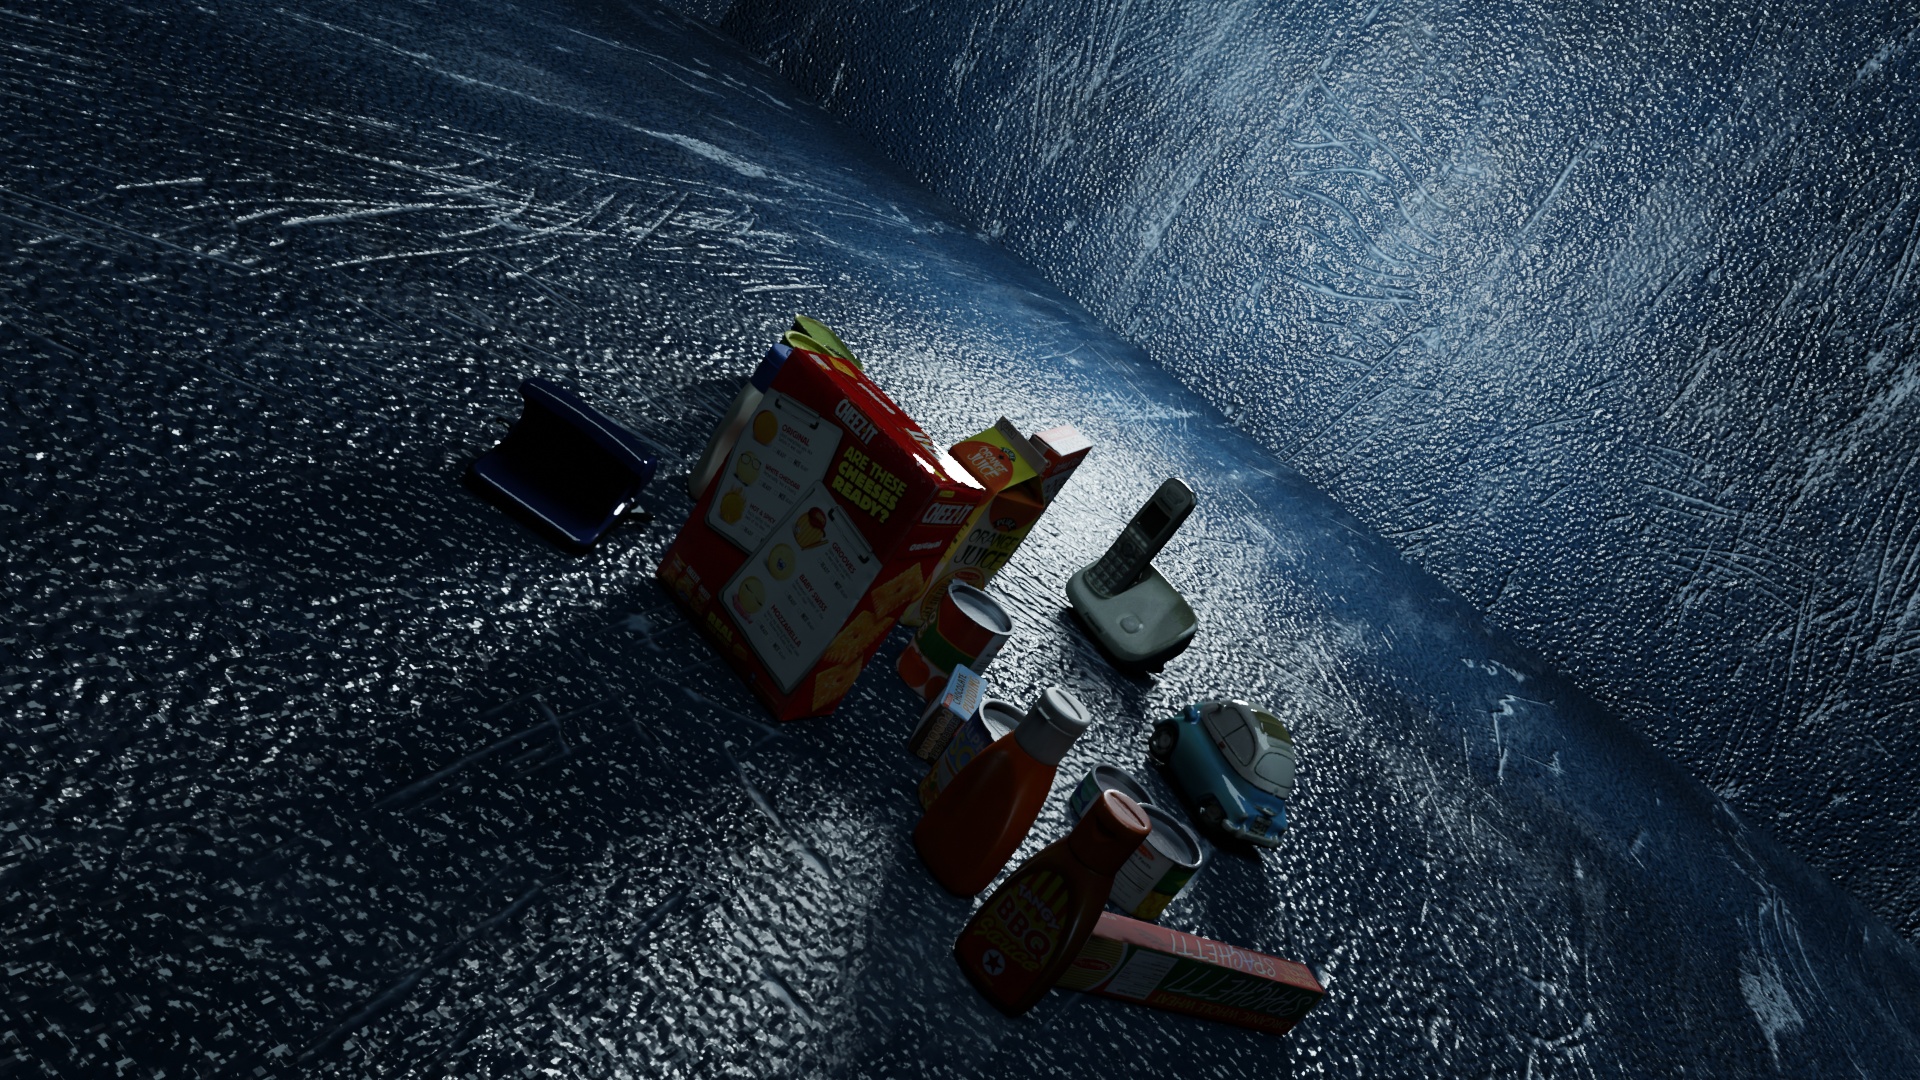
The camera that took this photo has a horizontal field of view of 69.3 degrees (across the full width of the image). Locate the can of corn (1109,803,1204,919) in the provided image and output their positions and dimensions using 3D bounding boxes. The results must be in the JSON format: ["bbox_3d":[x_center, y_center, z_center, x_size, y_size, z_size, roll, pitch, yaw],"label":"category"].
[{"bbox_3d":[0.143,0.245,1.058,0.071,0.058,0.071,31,19,-12],"label":"can of corn"}]

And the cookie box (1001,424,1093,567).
[{"bbox_3d":[0.060,-0.040,1.428,0.040,0.167,0.123,39,19,10],"label":"cookie box"}]

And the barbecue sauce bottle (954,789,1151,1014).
[{"bbox_3d":[0.059,0.217,0.847,0.065,0.148,0.044,45,21,26],"label":"barbecue sauce bottle"}]

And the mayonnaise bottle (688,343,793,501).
[{"bbox_3d":[-0.183,-0.099,1.195,0.041,0.147,0.065,29,20,-18],"label":"mayonnaise bottle"}]

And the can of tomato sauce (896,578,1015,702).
[{"bbox_3d":[-0.006,0.086,1.150,0.071,0.083,0.071,31,19,-12],"label":"can of tomato sauce"}]

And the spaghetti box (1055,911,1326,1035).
[{"bbox_3d":[0.152,0.298,0.958,0.250,0.050,0.029,23,22,-31],"label":"spaghetti box"}]

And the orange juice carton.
[{"bbox_3d":[0.004,-0.016,1.240,0.073,0.192,0.072,12,29,-49],"label":"orange juice carton"}]

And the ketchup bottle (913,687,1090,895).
[{"bbox_3d":[0.029,0.164,0.923,0.043,0.148,0.065,14,28,-48],"label":"ketchup bottle"}]

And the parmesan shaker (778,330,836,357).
[{"bbox_3d":[-0.172,-0.149,1.401,0.071,0.102,0.071,31,19,-12],"label":"parmesan shaker"}]

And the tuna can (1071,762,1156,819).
[{"bbox_3d":[0.126,0.216,1.138,0.071,0.032,0.071,31,19,-12],"label":"tuna can"}]

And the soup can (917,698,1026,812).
[{"bbox_3d":[0.017,0.166,0.995,0.071,0.083,0.071,31,19,-12],"label":"soup can"}]

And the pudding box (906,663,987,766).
[{"bbox_3d":[-0.009,0.135,1.079,0.030,0.049,0.084,35,19,-1],"label":"pudding box"}]

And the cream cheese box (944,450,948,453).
[{"bbox_3d":[-0.040,-0.077,1.523,0.104,0.053,0.024,16,26,-44],"label":"cream cheese box"}]
